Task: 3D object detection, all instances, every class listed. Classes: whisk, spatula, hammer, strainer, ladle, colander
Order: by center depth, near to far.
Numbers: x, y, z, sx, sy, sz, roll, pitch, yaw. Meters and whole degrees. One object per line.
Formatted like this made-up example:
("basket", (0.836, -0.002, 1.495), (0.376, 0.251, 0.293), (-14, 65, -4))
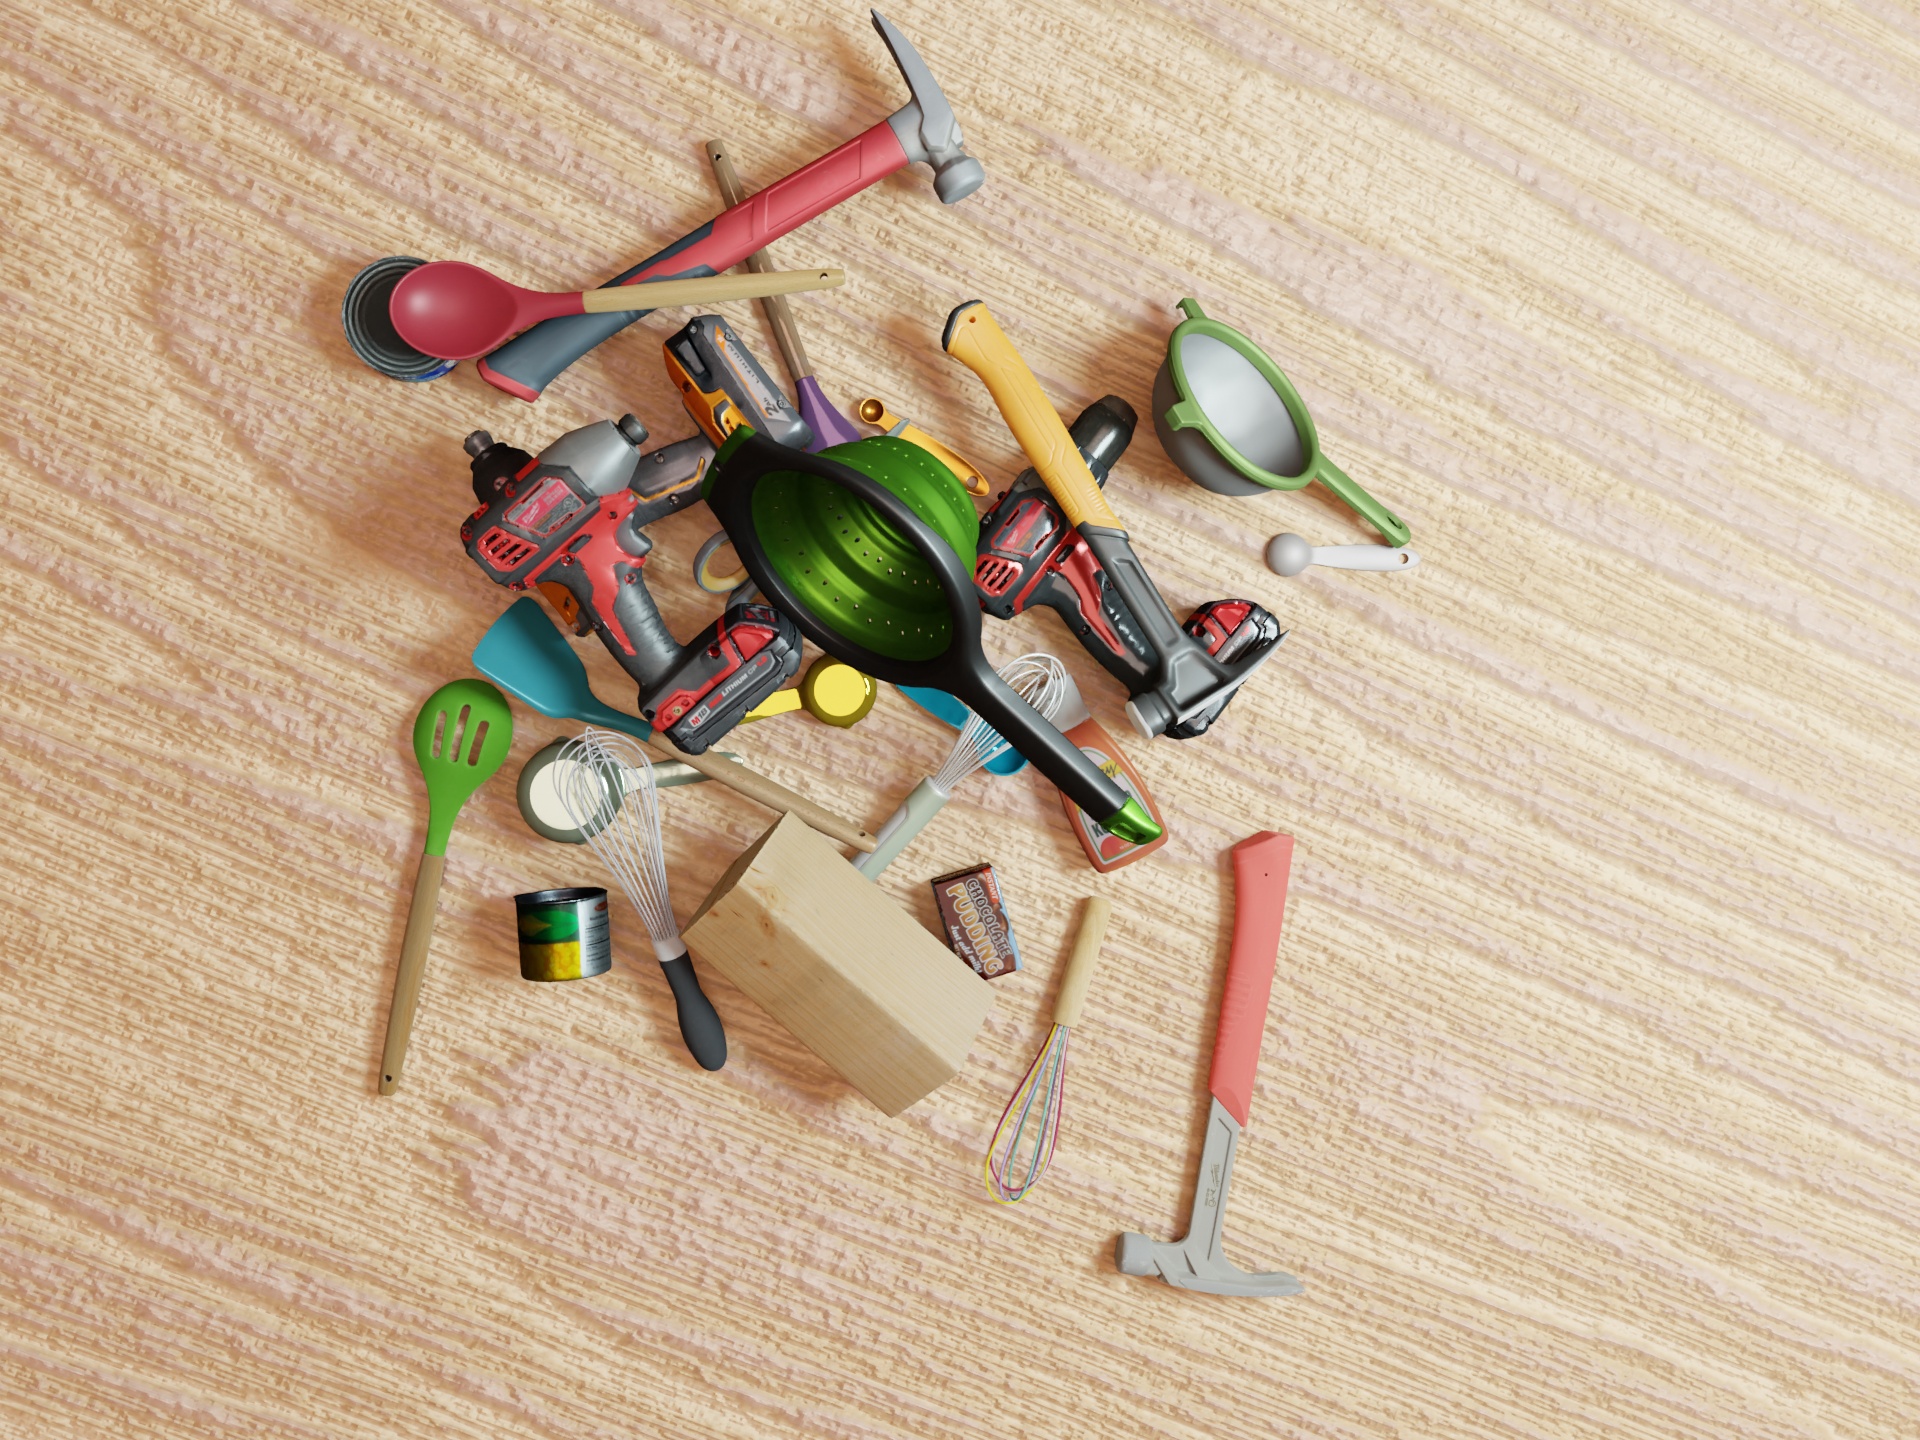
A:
("colander", (0.005, -0.072, 1.098), (0.397, 0.204, 0.094), (42, 60, -6))
("ladle", (-0.238, -0.297, 1.115), (0.315, 0.031, 0.069), (-5, 94, -1))
("hammer", (0.096, -0.159, 1.137), (0.127, 0.034, 0.337), (-32, 86, -7))
("hammer", (-0.183, -0.355, 1.144), (0.386, 0.038, 0.143), (-30, 93, 1))
("whisk", (-0.222, 0.134, 1.153), (0.070, 0.070, 0.284), (-18, 110, -5))
("spatula", (-0.200, 0.016, 1.158), (0.317, 0.082, 0.044), (27, 133, -2))
("whisk", (-0.012, 0.044, 1.178), (0.059, 0.058, 0.246), (35, 103, -35))
("spatula", (-0.128, -0.277, 1.181), (0.060, 0.018, 0.316), (-20, 95, 3))
("strainer", (0.232, -0.193, 1.201), (0.256, 0.069, 0.152), (33, 44, -23))
("whisk", (0.069, 0.252, 1.214), (0.047, 0.051, 0.245), (17, 88, -1))
("hammer", (0.222, 0.265, 1.233), (0.149, 0.037, 0.359), (10, 92, -6))

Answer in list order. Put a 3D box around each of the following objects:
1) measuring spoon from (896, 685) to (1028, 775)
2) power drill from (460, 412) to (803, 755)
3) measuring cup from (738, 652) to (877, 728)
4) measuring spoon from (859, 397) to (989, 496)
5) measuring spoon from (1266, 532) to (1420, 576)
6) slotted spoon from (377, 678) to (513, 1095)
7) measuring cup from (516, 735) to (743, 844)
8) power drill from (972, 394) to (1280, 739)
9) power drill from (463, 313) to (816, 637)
("measuring spoon", (-0.002, -0.004, 1.210), (0.128, 0.021, 0.042), (36, 89, 3))
("power drill", (-0.214, -0.096, 1.084), (0.143, 0.079, 0.219), (-41, 109, 6))
("measuring cup", (-0.138, -0.013, 1.185), (0.156, 0.029, 0.062), (-12, 94, -7))
("measuring spoon", (-0.027, -0.205, 1.200), (0.117, 0.011, 0.021), (34, 88, -10))
("measuring spoon", (0.299, -0.127, 1.232), (0.124, 0.018, 0.034), (1, 92, -7))
("slotted spoon", (-0.390, 0.124, 1.168), (0.070, 0.031, 0.314), (12, 93, -7))
("measuring cup", (-0.244, 0.045, 1.172), (0.167, 0.038, 0.083), (-10, 94, -4))
("power drill", (0.128, -0.113, 1.188), (0.226, 0.080, 0.188), (38, 88, -3))
("power drill", (-0.236, -0.190, 1.141), (0.226, 0.084, 0.164), (-38, 96, 2))
